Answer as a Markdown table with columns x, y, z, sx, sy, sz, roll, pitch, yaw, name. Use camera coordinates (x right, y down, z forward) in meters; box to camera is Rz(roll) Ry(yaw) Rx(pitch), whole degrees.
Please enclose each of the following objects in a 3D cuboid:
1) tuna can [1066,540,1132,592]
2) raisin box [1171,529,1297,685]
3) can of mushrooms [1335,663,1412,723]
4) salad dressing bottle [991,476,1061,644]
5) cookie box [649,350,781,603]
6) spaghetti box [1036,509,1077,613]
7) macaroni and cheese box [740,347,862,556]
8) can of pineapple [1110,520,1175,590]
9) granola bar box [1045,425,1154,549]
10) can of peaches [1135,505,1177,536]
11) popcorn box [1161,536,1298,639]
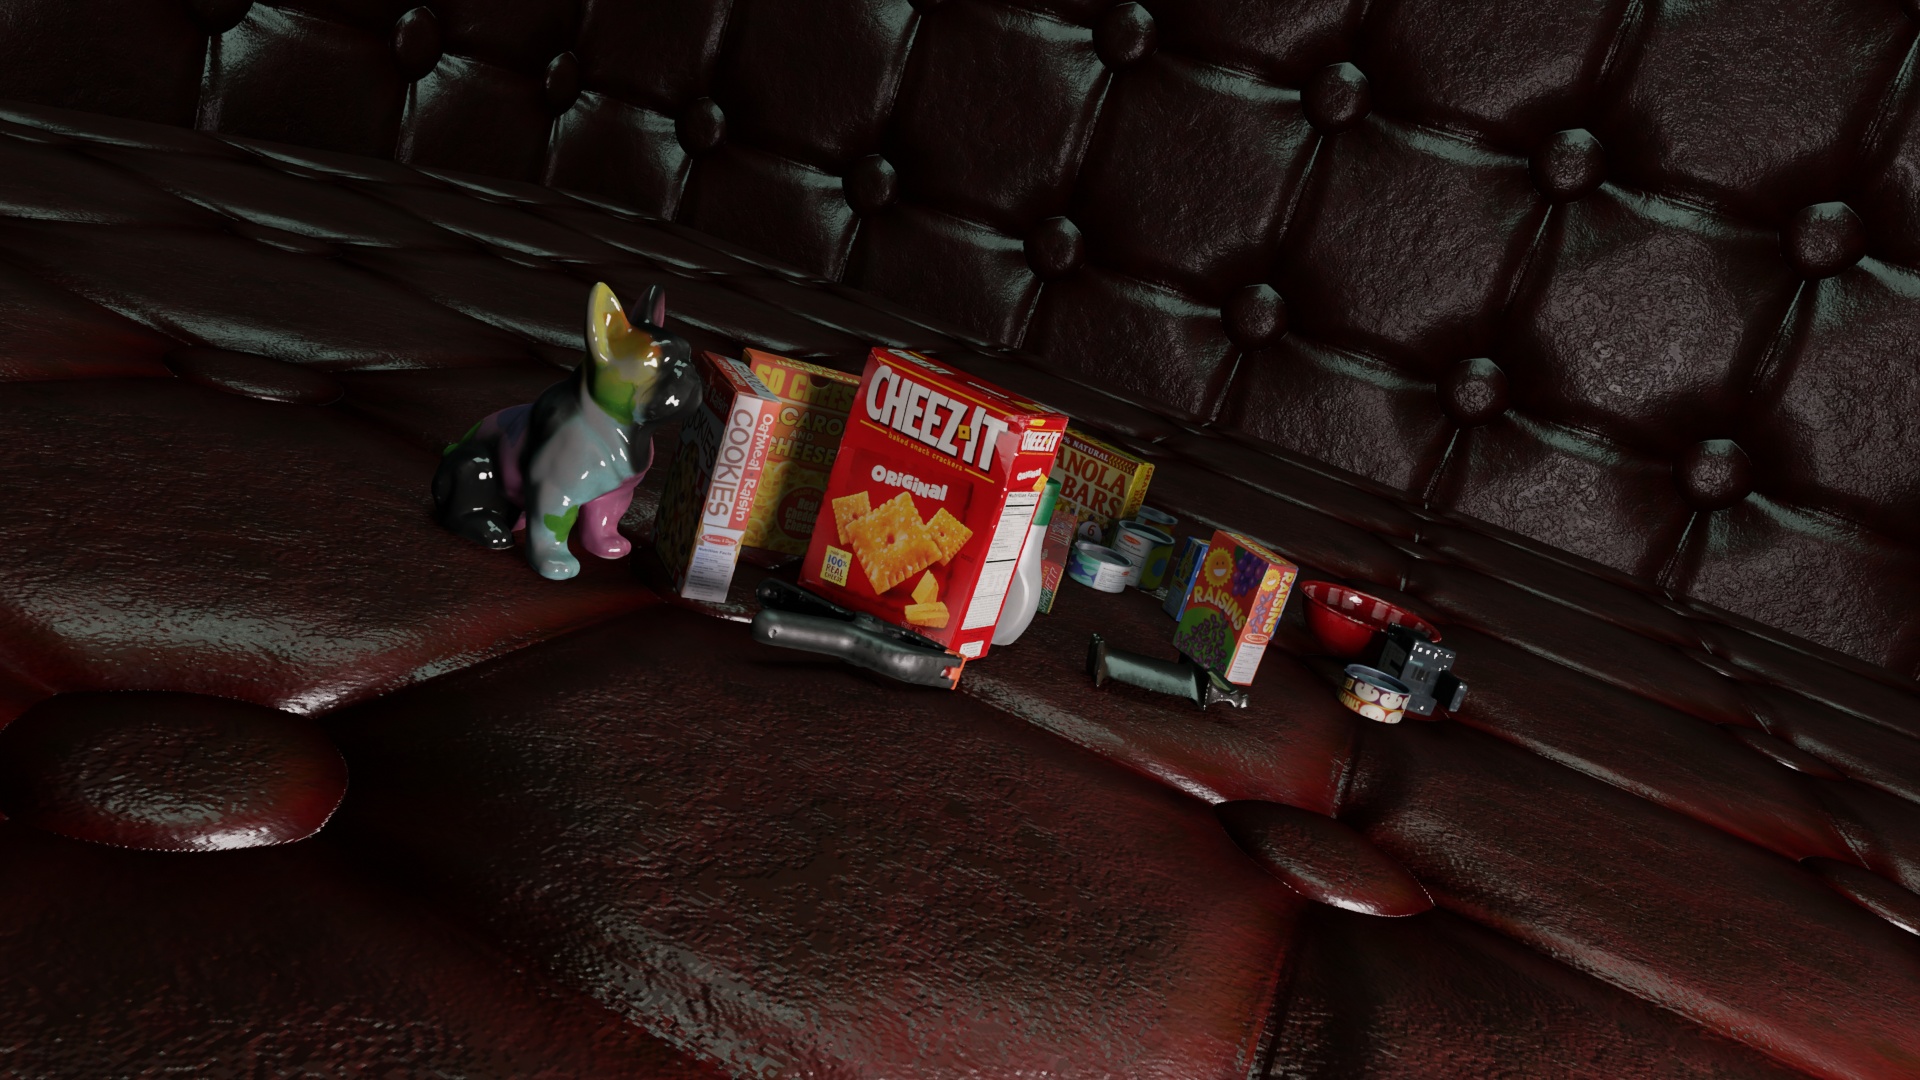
| x | y | z | sx | sy | sz | roll | pitch | yaw | name |
| --- | --- | --- | --- | --- | --- | --- | --- | --- | --- |
| 0.147 | 0.028 | 1.488 | 0.071 | 0.032 | 0.071 | 17 | 14 | -4 | tuna can |
| 0.258 | 0.063 | 1.314 | 0.040 | 0.123 | 0.086 | 10 | 16 | -32 | raisin box |
| 0.400 | 0.148 | 1.351 | 0.071 | 0.033 | 0.071 | 17 | 14 | -4 | can of mushrooms |
| 0.046 | 0.014 | 1.185 | 0.064 | 0.147 | 0.044 | 24 | 15 | 23 | salad dressing bottle |
| -0.197 | -0.053 | 1.097 | 0.040 | 0.167 | 0.123 | 11 | 16 | -27 | cookie box |
| 0.094 | 0.017 | 1.428 | 0.029 | 0.050 | 0.251 | 19 | 14 | 3 | spaghetti box |
| -0.152 | -0.074 | 1.230 | 0.124 | 0.166 | 0.040 | 12 | 15 | -25 | macaroni and cheese box |
| 0.199 | 0.016 | 1.544 | 0.071 | 0.057 | 0.071 | 17 | 14 | -4 | can of pineapple |
| 0.130 | -0.061 | 1.614 | 0.166 | 0.124 | 0.039 | 28 | 17 | 34 | granola bar box |
| 0.218 | -0.005 | 1.646 | 0.071 | 0.058 | 0.071 | 17 | 14 | -4 | can of peaches |
| 0.286 | 0.051 | 1.468 | 0.127 | 0.085 | 0.038 | 12 | 15 | -24 | popcorn box |
